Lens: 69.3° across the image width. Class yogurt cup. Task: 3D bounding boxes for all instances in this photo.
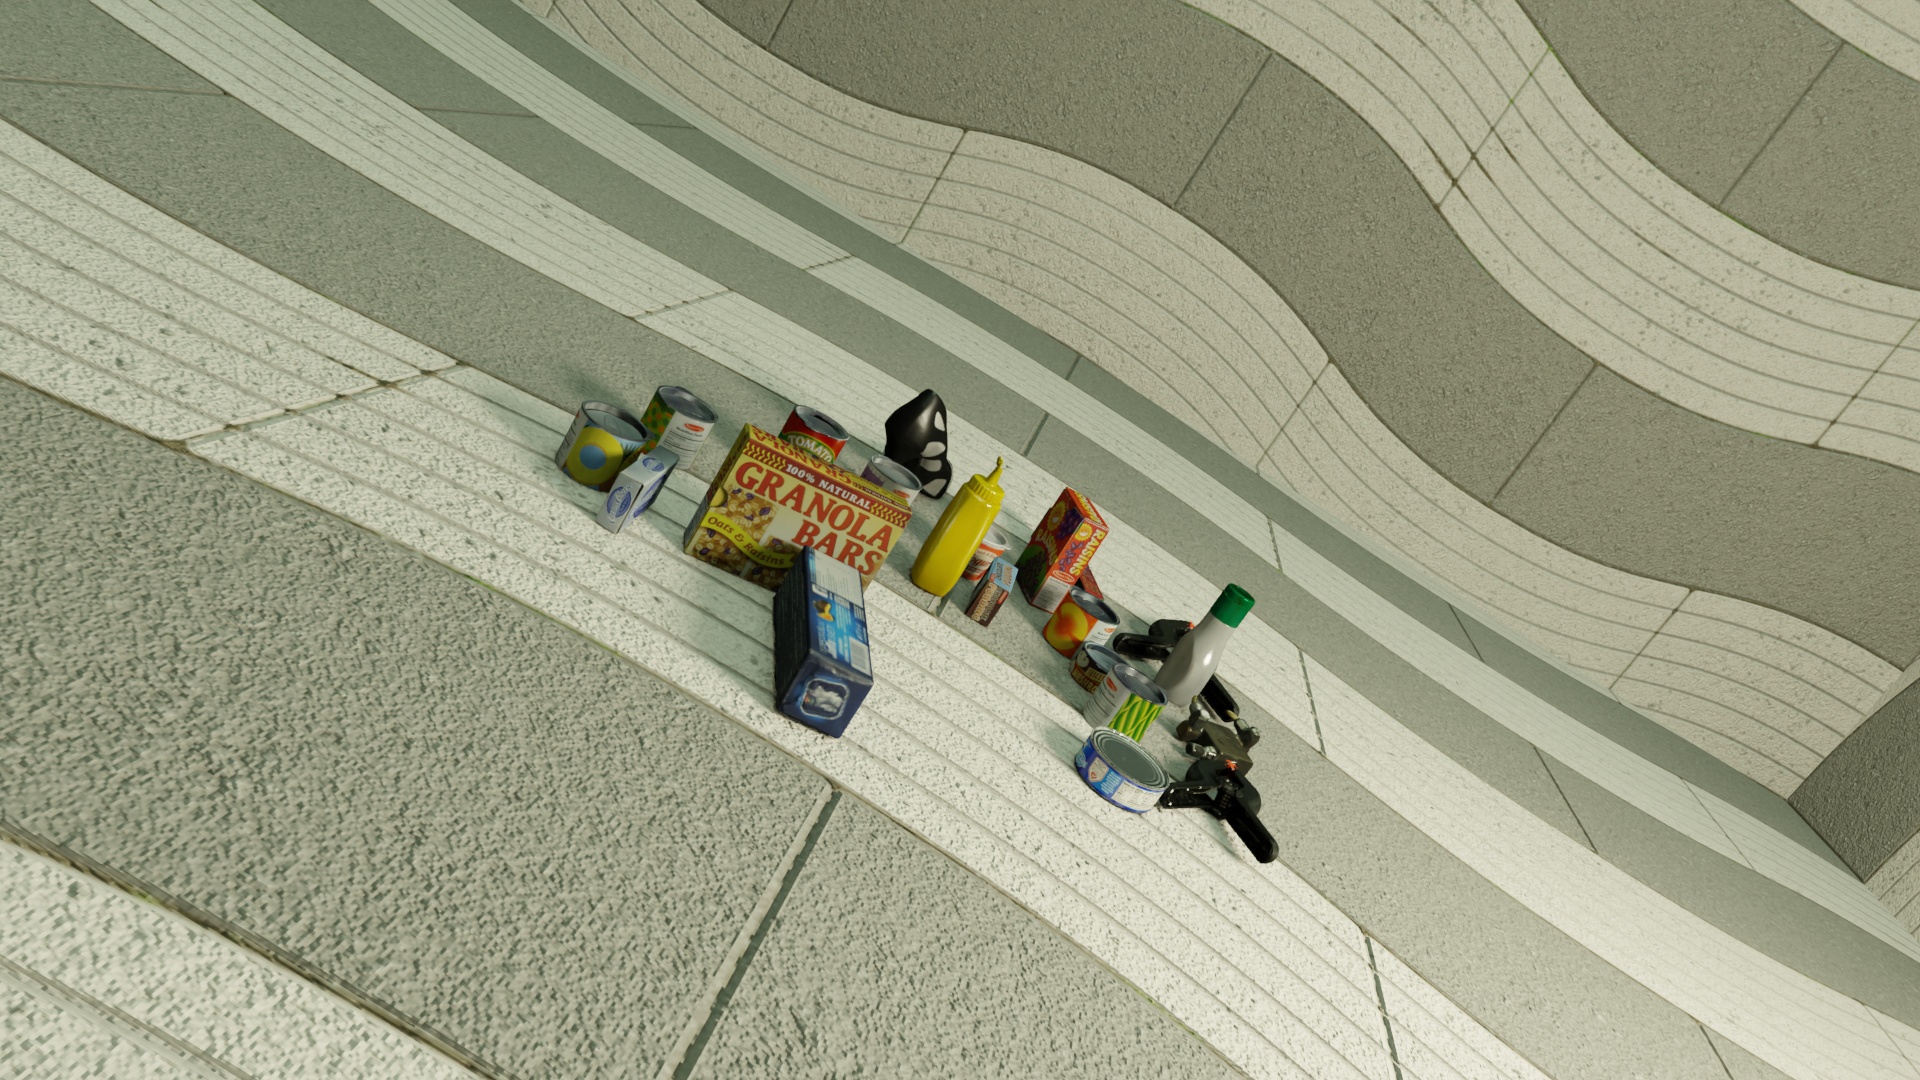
[{"bbox_3d":[0.012,0.008,1.561,0.072,0.053,0.072,29,18,-10],"label":"yogurt cup"}]

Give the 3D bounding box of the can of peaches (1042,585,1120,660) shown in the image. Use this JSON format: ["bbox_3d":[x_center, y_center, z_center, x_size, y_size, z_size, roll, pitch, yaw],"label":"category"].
[{"bbox_3d":[0.131,0.093,1.529,0.071,0.058,0.071,29,18,-10],"label":"can of peaches"}]

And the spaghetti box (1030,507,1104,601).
[{"bbox_3d":[0.128,0.032,1.701,0.028,0.050,0.251,27,18,-17],"label":"spaghetti box"}]

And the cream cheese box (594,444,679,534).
[{"bbox_3d":[-0.281,-0.045,1.211,0.024,0.053,0.104,31,17,-4],"label":"cream cheese box"}]

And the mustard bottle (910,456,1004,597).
[{"bbox_3d":[0.005,-0.018,1.444,0.049,0.159,0.065,29,17,-11],"label":"mustard bottle"}]

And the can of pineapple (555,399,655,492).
[{"bbox_3d":[-0.318,-0.083,1.241,0.071,0.057,0.071,29,18,-10],"label":"can of pineapple"}]

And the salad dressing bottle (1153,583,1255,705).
[{"bbox_3d":[0.275,0.117,1.562,0.044,0.147,0.064,26,18,-20],"label":"salad dressing bottle"}]

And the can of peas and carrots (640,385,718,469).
[{"bbox_3d":[-0.284,-0.113,1.377,0.071,0.058,0.071,29,18,-10],"label":"can of peas and carrots"}]

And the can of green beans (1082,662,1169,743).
[{"bbox_3d":[0.165,0.166,1.393,0.071,0.057,0.071,29,18,-10],"label":"can of green beans"}]

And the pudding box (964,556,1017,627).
[{"bbox_3d":[0.033,0.054,1.483,0.030,0.049,0.084,32,17,-2],"label":"pudding box"}]

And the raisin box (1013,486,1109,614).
[{"bbox_3d":[0.114,0.011,1.612,0.040,0.123,0.086,25,19,-23],"label":"raisin box"}]

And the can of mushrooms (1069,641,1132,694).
[{"bbox_3d":[0.150,0.140,1.476,0.071,0.033,0.071,29,18,-10],"label":"can of mushrooms"}]

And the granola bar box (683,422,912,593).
[{"bbox_3d":[-0.145,-0.014,1.238,0.165,0.124,0.039,25,18,-21],"label":"granola bar box"}]

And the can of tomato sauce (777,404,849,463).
[{"bbox_3d":[-0.167,-0.091,1.475,0.071,0.083,0.071,29,18,-10],"label":"can of tomato sauce"}]

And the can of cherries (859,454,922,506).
[{"bbox_3d":[-0.086,-0.054,1.555,0.071,0.058,0.072,29,18,-10],"label":"can of cherries"}]
